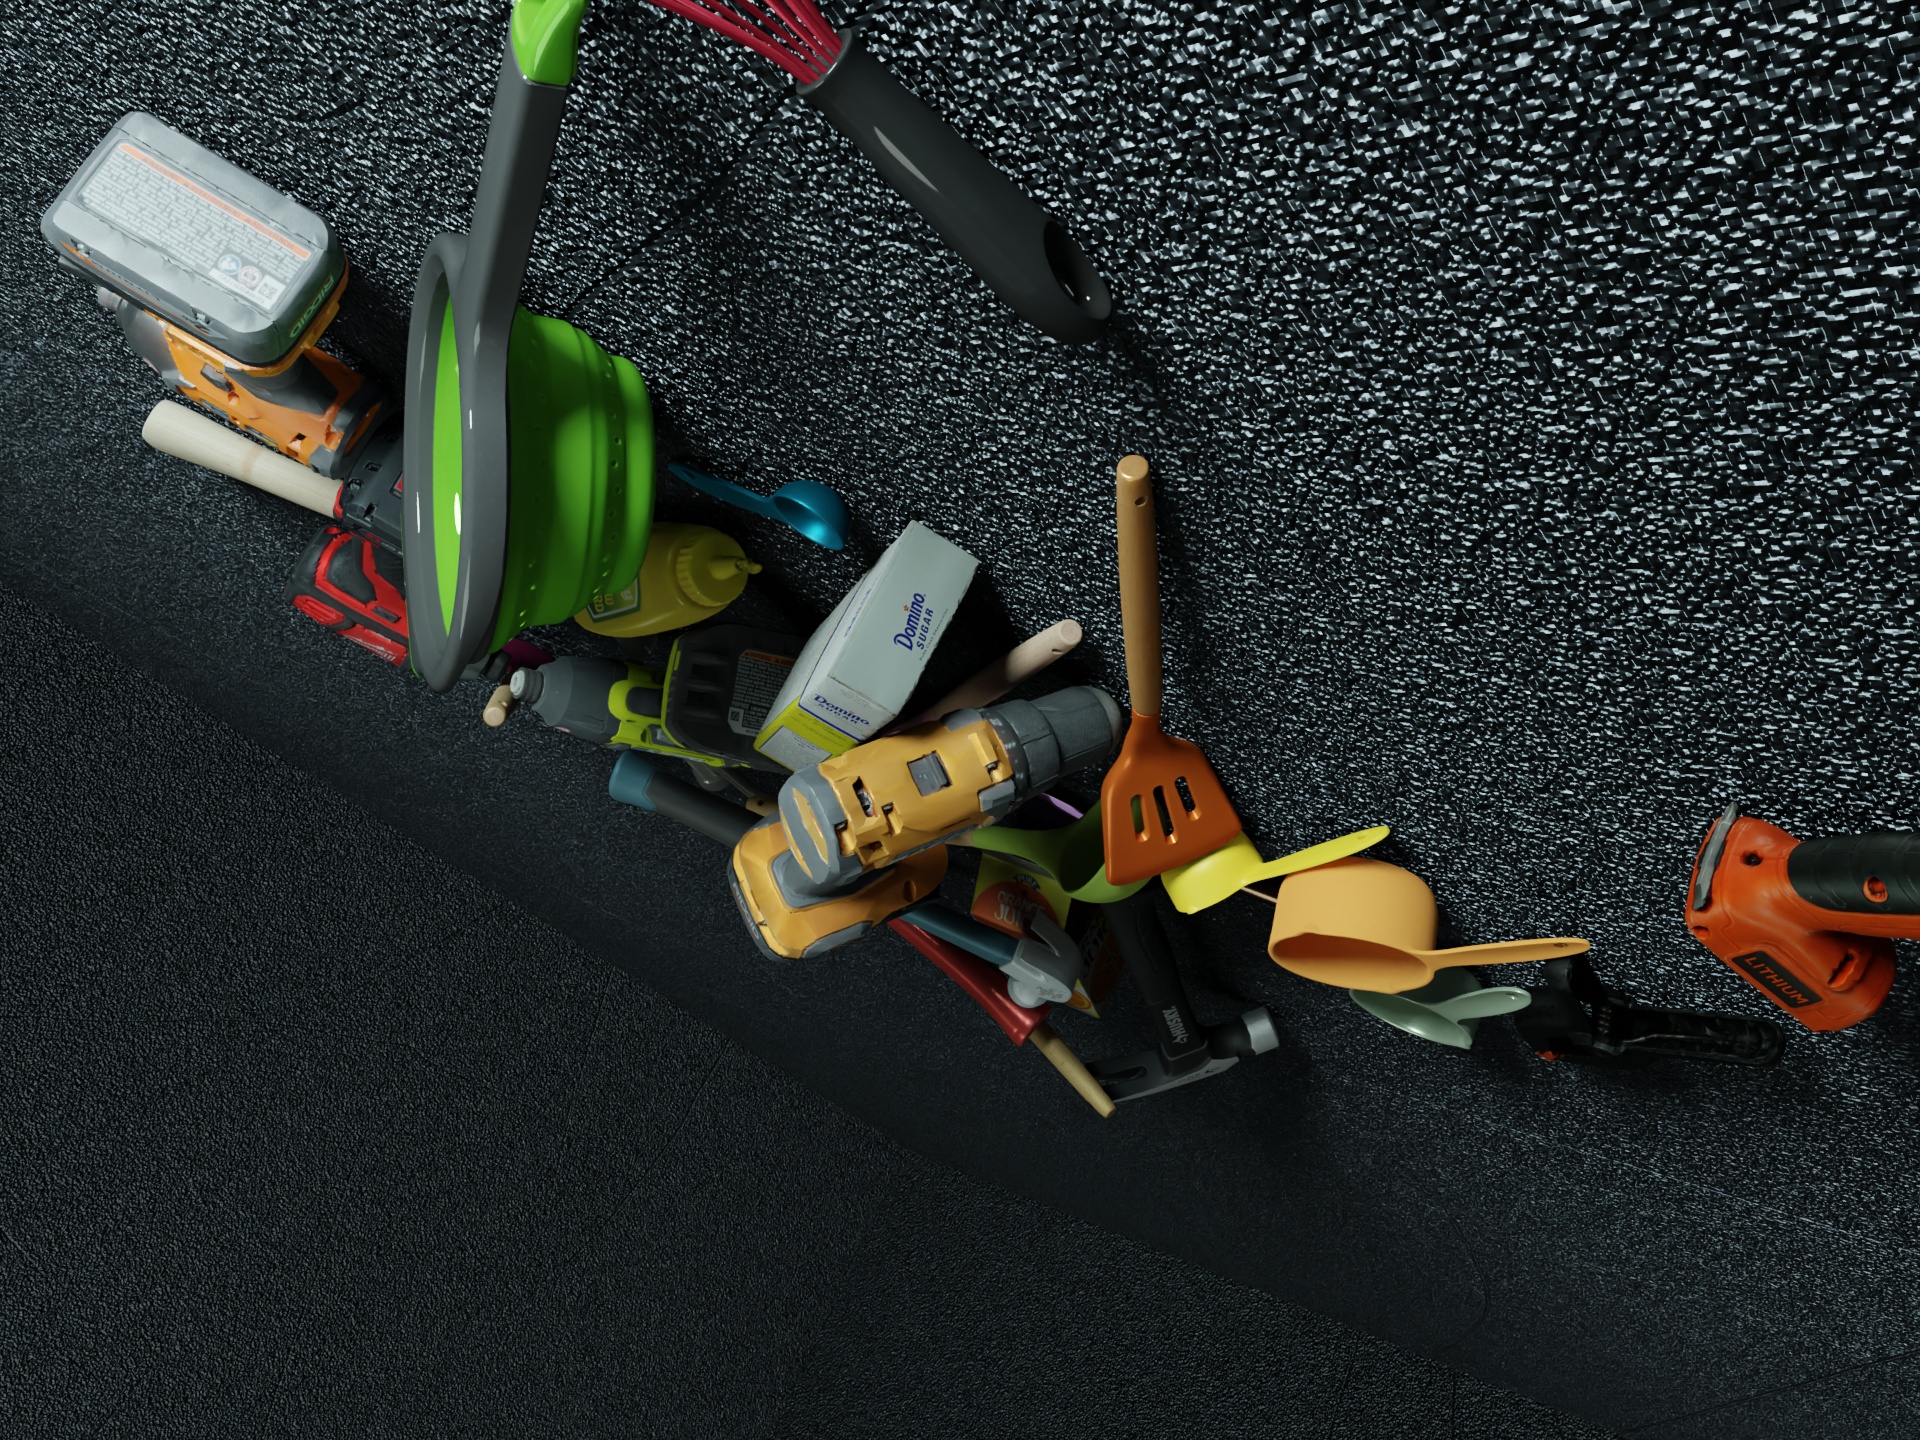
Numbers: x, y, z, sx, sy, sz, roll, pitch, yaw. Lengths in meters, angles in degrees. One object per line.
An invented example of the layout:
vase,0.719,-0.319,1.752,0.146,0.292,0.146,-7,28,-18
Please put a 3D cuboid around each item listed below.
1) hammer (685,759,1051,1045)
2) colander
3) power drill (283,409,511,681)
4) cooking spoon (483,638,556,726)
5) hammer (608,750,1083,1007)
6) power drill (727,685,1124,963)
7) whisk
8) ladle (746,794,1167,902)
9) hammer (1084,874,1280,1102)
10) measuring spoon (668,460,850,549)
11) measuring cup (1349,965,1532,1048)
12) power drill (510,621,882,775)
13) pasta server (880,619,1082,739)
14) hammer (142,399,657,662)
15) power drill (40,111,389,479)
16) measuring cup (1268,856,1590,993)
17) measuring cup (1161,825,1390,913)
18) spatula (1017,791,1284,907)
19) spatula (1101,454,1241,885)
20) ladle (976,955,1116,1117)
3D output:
hammer,-0.082,0.111,1.185,0.359,0.037,0.149,38,165,17
colander,-0.166,-0.150,0.668,0.094,0.205,0.397,-1,155,-26
power drill,-0.316,-0.088,0.952,0.143,0.079,0.219,31,151,-19
cooking spoon,-0.313,-0.029,1.128,0.068,0.017,0.319,30,-177,-14
hammer,-0.071,0.103,1.023,0.331,0.033,0.128,26,158,-8
power drill,-0.024,0.052,0.867,0.084,0.185,0.226,64,154,10
whisk,-0.053,-0.201,0.451,0.295,0.073,0.073,35,160,-34
ladle,-0.016,0.062,0.985,0.320,0.078,0.062,5,147,35
hammer,0.131,0.181,1.094,0.146,0.035,0.334,-21,145,4
measuring spoon,-0.100,-0.117,0.794,0.129,0.021,0.042,25,163,37
measuring cup,0.285,0.151,0.913,0.083,0.038,0.167,28,162,-3
power drill,-0.165,-0.009,0.990,0.171,0.080,0.223,13,171,-36
pasta server,-0.001,-0.003,0.910,0.060,0.040,0.316,15,163,-17
hammer,-0.396,-0.136,1.100,0.411,0.038,0.146,22,161,18
power drill,-0.391,-0.216,0.828,0.164,0.084,0.226,30,165,-8
measuring cup,0.246,0.103,0.838,0.173,0.052,0.095,-12,145,41
measuring cup,0.168,0.069,0.869,0.029,0.062,0.156,56,142,-6
spatula,0.129,0.082,0.980,0.316,0.018,0.059,19,162,25
spatula,0.091,-0.013,0.748,0.322,0.081,0.041,75,173,-60
ladle,0.013,0.187,1.224,0.316,0.031,0.069,45,171,31
